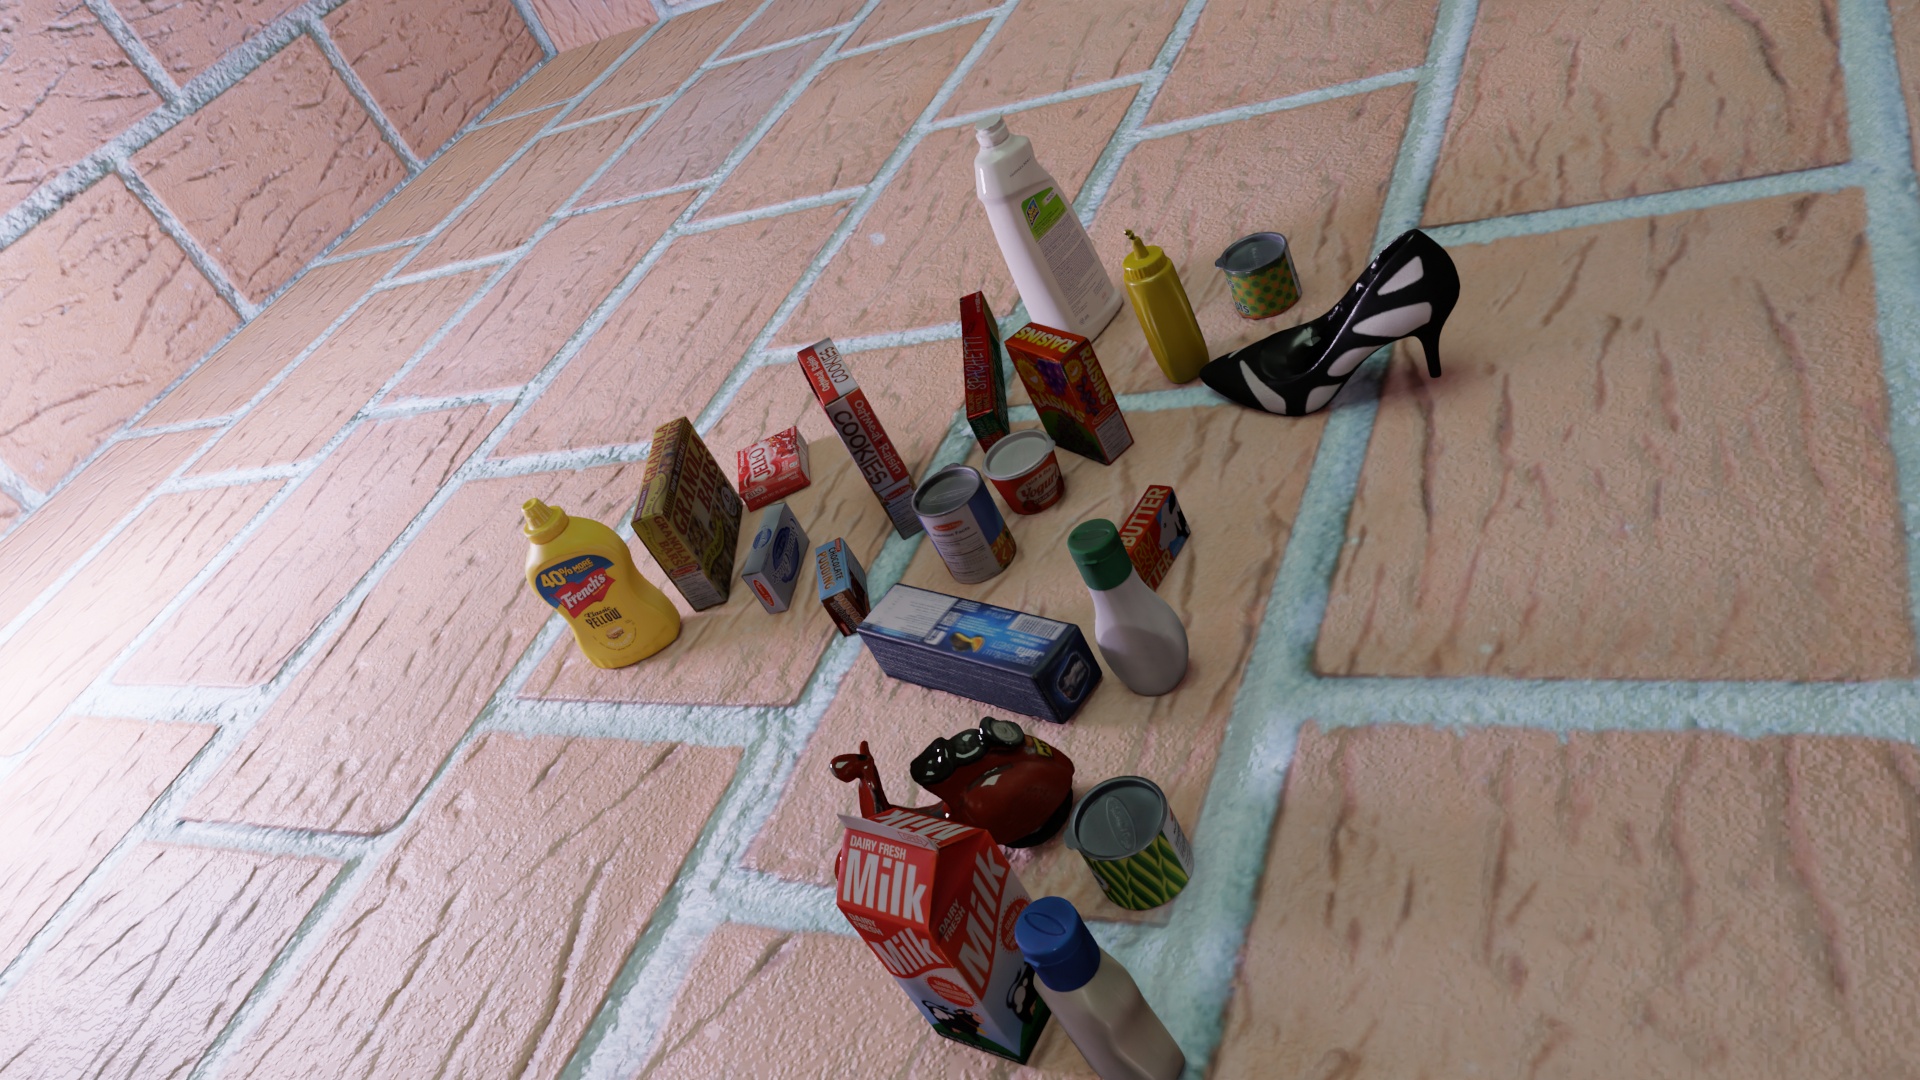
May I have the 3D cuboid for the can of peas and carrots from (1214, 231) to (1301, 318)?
[{"bbox_3d":[0.290,-0.256,1.350,0.071,0.058,0.071,-19,36,14],"label":"can of peas and carrots"}]

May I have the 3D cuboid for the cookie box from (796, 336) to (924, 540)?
[{"bbox_3d":[-0.091,-0.097,1.317,0.040,0.166,0.123,-30,35,-1],"label":"cookie box"}]

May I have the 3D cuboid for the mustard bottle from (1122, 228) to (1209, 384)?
[{"bbox_3d":[0.186,-0.222,1.290,0.049,0.159,0.065,-27,35,3],"label":"mustard bottle"}]

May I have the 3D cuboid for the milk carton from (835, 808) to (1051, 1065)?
[{"bbox_3d":[-0.008,0.226,0.831,0.072,0.189,0.074,4,46,38],"label":"milk carton"}]

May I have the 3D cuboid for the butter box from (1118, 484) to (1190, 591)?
[{"bbox_3d":[0.148,0.008,1.119,0.024,0.053,0.104,6,48,40],"label":"butter box"}]

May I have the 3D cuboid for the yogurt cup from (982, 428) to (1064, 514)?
[{"bbox_3d":[0.060,-0.061,1.265,0.072,0.053,0.073,-19,36,14],"label":"yogurt cup"}]

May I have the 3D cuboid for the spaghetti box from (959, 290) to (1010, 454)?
[{"bbox_3d":[0.024,-0.178,1.442,0.028,0.050,0.251,-20,36,13],"label":"spaghetti box"}]

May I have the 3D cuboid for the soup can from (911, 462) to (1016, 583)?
[{"bbox_3d":[0.004,-0.015,1.221,0.071,0.083,0.072,-19,36,14],"label":"soup can"}]

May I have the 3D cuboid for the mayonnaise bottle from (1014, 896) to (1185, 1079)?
[{"bbox_3d":[0.075,0.255,0.774,0.065,0.147,0.041,12,52,43],"label":"mayonnaise bottle"}]

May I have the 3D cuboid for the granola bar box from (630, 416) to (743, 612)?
[{"bbox_3d":[-0.271,-0.028,1.392,0.039,0.123,0.166,-20,36,13],"label":"granola bar box"}]

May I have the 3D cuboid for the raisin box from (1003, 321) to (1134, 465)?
[{"bbox_3d":[0.099,-0.135,1.272,0.040,0.123,0.086,-41,36,-16],"label":"raisin box"}]

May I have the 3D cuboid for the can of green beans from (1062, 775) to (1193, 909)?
[{"bbox_3d":[0.111,0.196,0.902,0.071,0.057,0.071,-19,36,14],"label":"can of green beans"}]

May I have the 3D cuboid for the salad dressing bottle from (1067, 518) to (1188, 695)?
[{"bbox_3d":[0.120,0.049,1.004,0.064,0.147,0.044,-8,40,27],"label":"salad dressing bottle"}]

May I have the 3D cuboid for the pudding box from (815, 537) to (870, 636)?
[{"bbox_3d":[-0.106,0.041,1.256,0.030,0.049,0.084,-24,35,7],"label":"pudding box"}]

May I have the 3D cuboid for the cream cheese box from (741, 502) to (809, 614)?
[{"bbox_3d":[-0.177,0.016,1.332,0.024,0.053,0.104,-14,37,21],"label":"cream cheese box"}]
